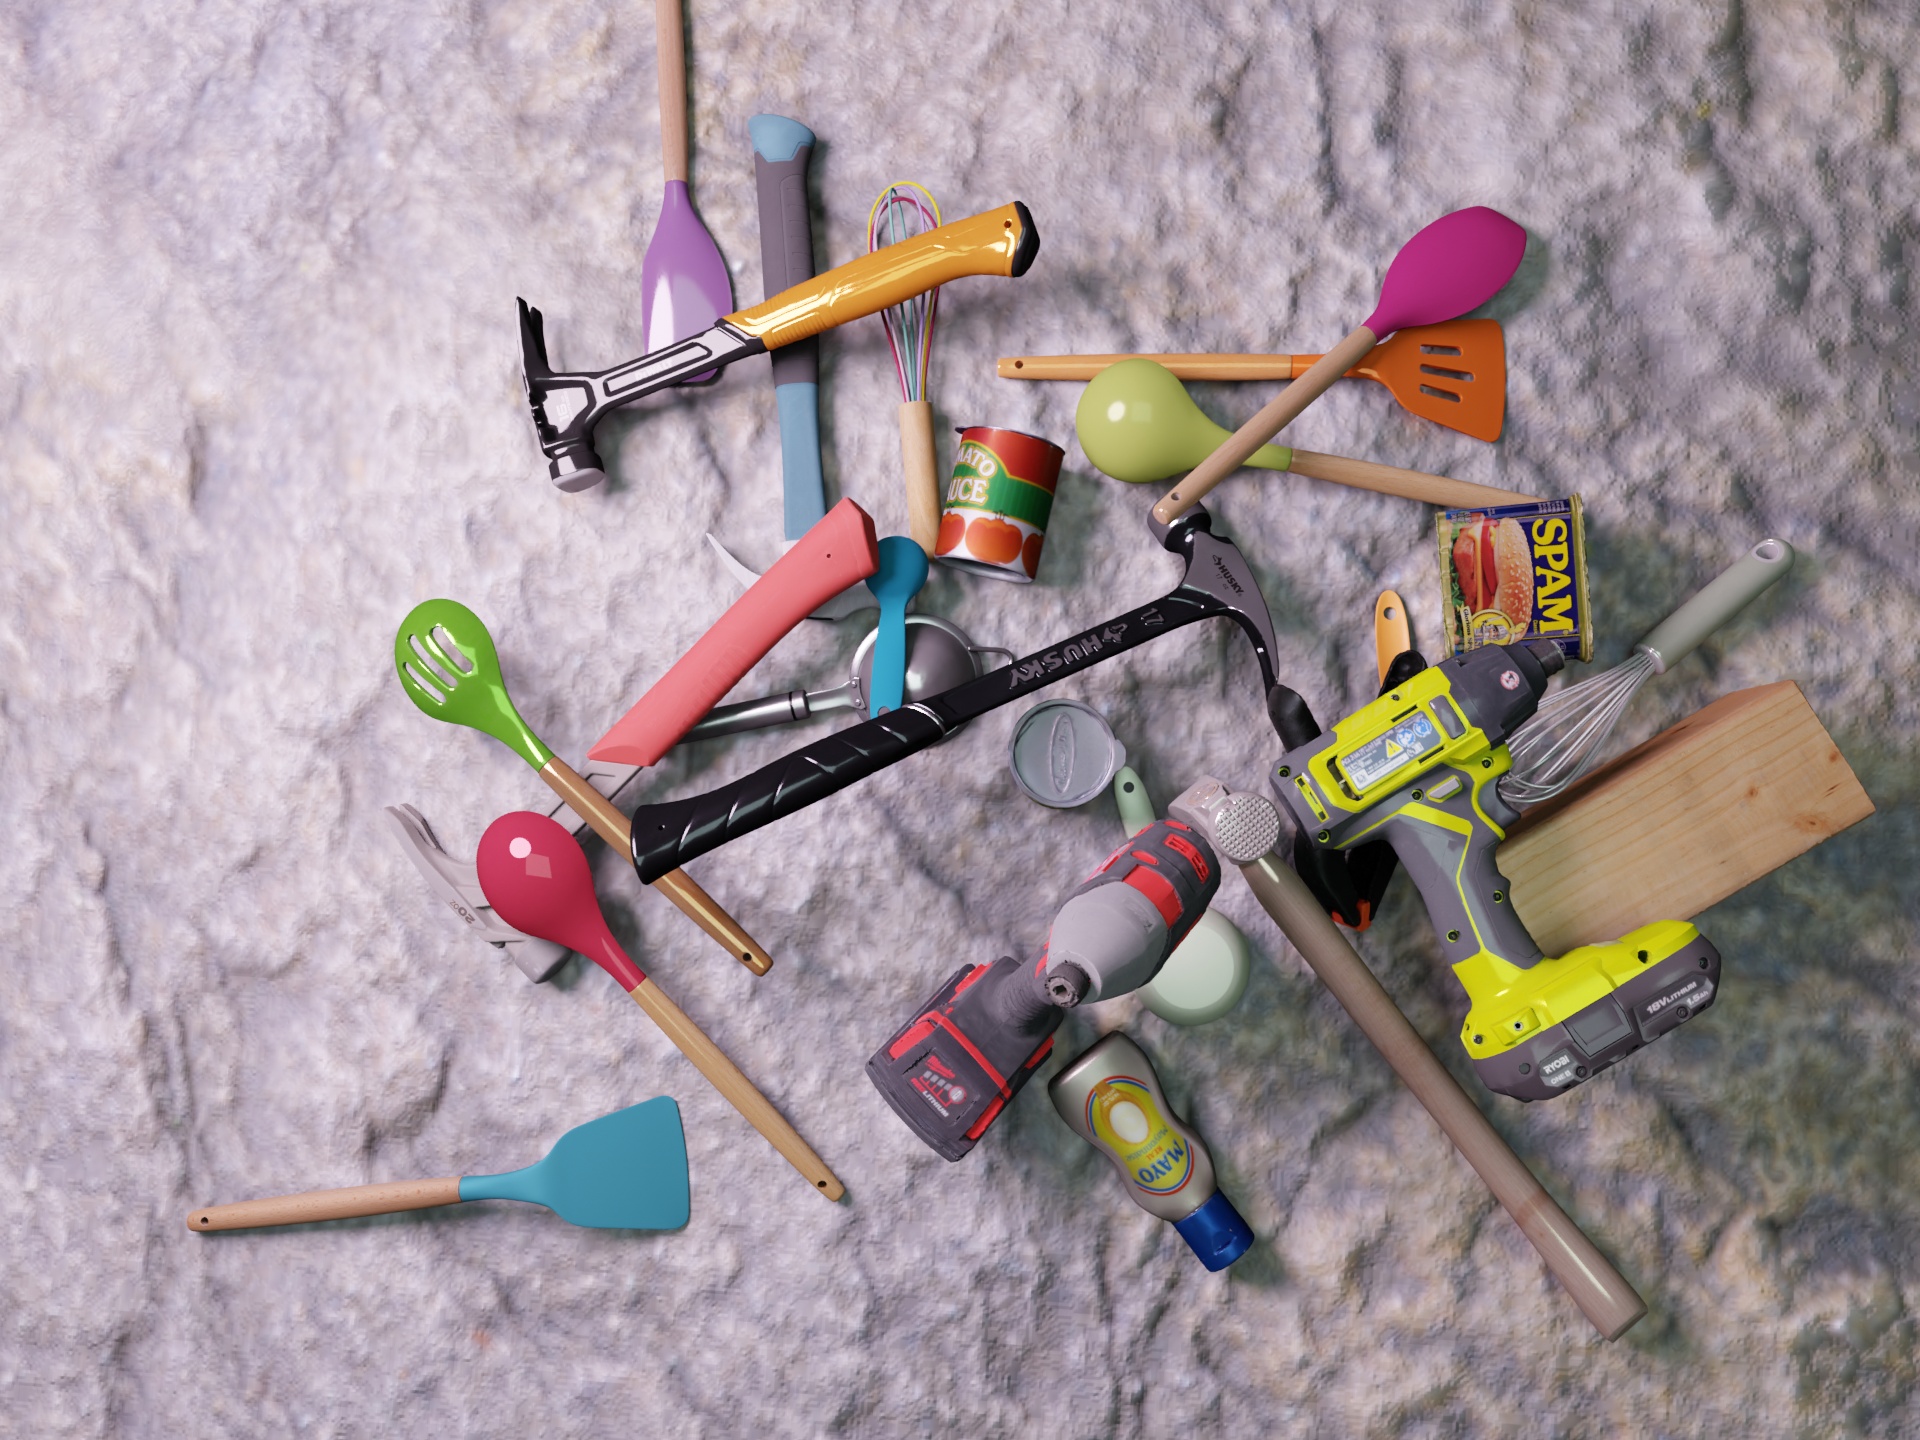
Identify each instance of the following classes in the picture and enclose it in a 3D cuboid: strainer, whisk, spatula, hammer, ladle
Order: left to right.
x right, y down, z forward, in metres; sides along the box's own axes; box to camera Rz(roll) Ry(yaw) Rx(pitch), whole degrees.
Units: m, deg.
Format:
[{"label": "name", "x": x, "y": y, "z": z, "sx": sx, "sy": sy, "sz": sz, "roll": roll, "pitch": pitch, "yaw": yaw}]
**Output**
[{"label": "spatula", "x": -0.331, "y": 0.297, "z": 0.999, "sx": 0.317, "sy": 0.044, "sz": 0.082, "roll": -8, "pitch": 86, "yaw": 7}, {"label": "hammer", "x": -0.191, "y": -0.008, "z": 0.982, "sx": 0.359, "sy": 0.036, "sz": 0.149, "roll": -44, "pitch": 85, "yaw": 8}, {"label": "ladle", "x": -0.180, "y": 0.181, "z": 0.972, "sx": 0.069, "sy": 0.031, "sz": 0.315, "roll": -41, "pitch": 97, "yaw": 9}, {"label": "spatula", "x": -0.185, "y": -0.378, "z": 1.045, "sx": 0.060, "sy": 0.018, "sz": 0.316, "roll": -4, "pitch": 87, "yaw": 0}, {"label": "hammer", "x": -0.115, "y": -0.254, "z": 0.986, "sx": 0.337, "sy": 0.034, "sz": 0.127, "roll": -18, "pitch": 81, "yaw": 10}, {"label": "hammer", "x": -0.104, "y": -0.228, "z": 1.022, "sx": 0.128, "sy": 0.033, "sz": 0.331, "roll": -5, "pitch": 85, "yaw": 1}, {"label": "strainer", "x": -0.093, "y": -0.010, "z": 1.003, "sx": 0.258, "sy": 0.050, "sz": 0.087, "roll": -11, "pitch": 100, "yaw": 5}, {"label": "whisk", "x": -0.028, "y": -0.224, "z": 1.014, "sx": 0.047, "sy": 0.051, "sz": 0.245, "roll": -5, "pitch": 88, "yaw": -3}, {"label": "hammer", "x": -0.001, "y": -0.003, "z": 0.931, "sx": 0.409, "sy": 0.036, "sz": 0.149, "roll": -25, "pitch": 62, "yaw": -12}, {"label": "spatula", "x": 0.185, "y": -0.222, "z": 1.013, "sx": 0.322, "sy": 0.041, "sz": 0.081, "roll": 2, "pitch": 84, "yaw": 7}, {"label": "ladle", "x": 0.230, "y": -0.163, "z": 0.999, "sx": 0.320, "sy": 0.062, "sz": 0.078, "roll": 11, "pitch": 118, "yaw": -4}, {"label": "hammer", "x": 0.267, "y": 0.199, "z": 0.945, "sx": 0.038, "sy": 0.146, "sz": 0.410, "roll": -39, "pitch": 95, "yaw": -2}, {"label": "whisk", "x": 0.417, "y": -0.032, "z": 0.976, "sx": 0.246, "sy": 0.059, "sz": 0.058, "roll": -38, "pitch": 47, "yaw": -5}]

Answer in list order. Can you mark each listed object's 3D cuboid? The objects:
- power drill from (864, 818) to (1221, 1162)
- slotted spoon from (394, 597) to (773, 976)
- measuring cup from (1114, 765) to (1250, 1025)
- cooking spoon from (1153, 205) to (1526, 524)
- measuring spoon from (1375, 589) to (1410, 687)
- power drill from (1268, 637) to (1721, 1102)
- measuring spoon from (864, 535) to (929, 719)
[{"label": "power drill", "x": 0.045, "y": 0.152, "z": 0.887, "sx": 0.078, "sy": 0.143, "sz": 0.219, "roll": 46, "pitch": 130, "yaw": 5}, {"label": "slotted spoon", "x": -0.229, "y": 0.043, "z": 0.960, "sx": 0.314, "sy": 0.031, "sz": 0.070, "roll": 43, "pitch": 104, "yaw": 4}, {"label": "measuring cup", "x": 0.126, "y": 0.107, "z": 0.980, "sx": 0.083, "sy": 0.038, "sz": 0.167, "roll": -18, "pitch": 87, "yaw": 1}, {"label": "cooking spoon", "x": 0.232, "y": -0.220, "z": 0.971, "sx": 0.319, "sy": 0.017, "sz": 0.069, "roll": -42, "pitch": 64, "yaw": -15}, {"label": "measuring spoon", "x": 0.273, "y": -0.024, "z": 1.000, "sx": 0.021, "sy": 0.011, "sz": 0.117, "roll": -2, "pitch": 82, "yaw": 3}, {"label": "power drill", "x": 0.299, "y": 0.076, "z": 0.867, "sx": 0.171, "sy": 0.080, "sz": 0.223, "roll": -32, "pitch": 80, "yaw": 3}, {"label": "measuring spoon", "x": -0.044, "y": -0.054, "z": 0.968, "sx": 0.042, "sy": 0.021, "sz": 0.129, "roll": 1, "pitch": 76, "yaw": 11}]
